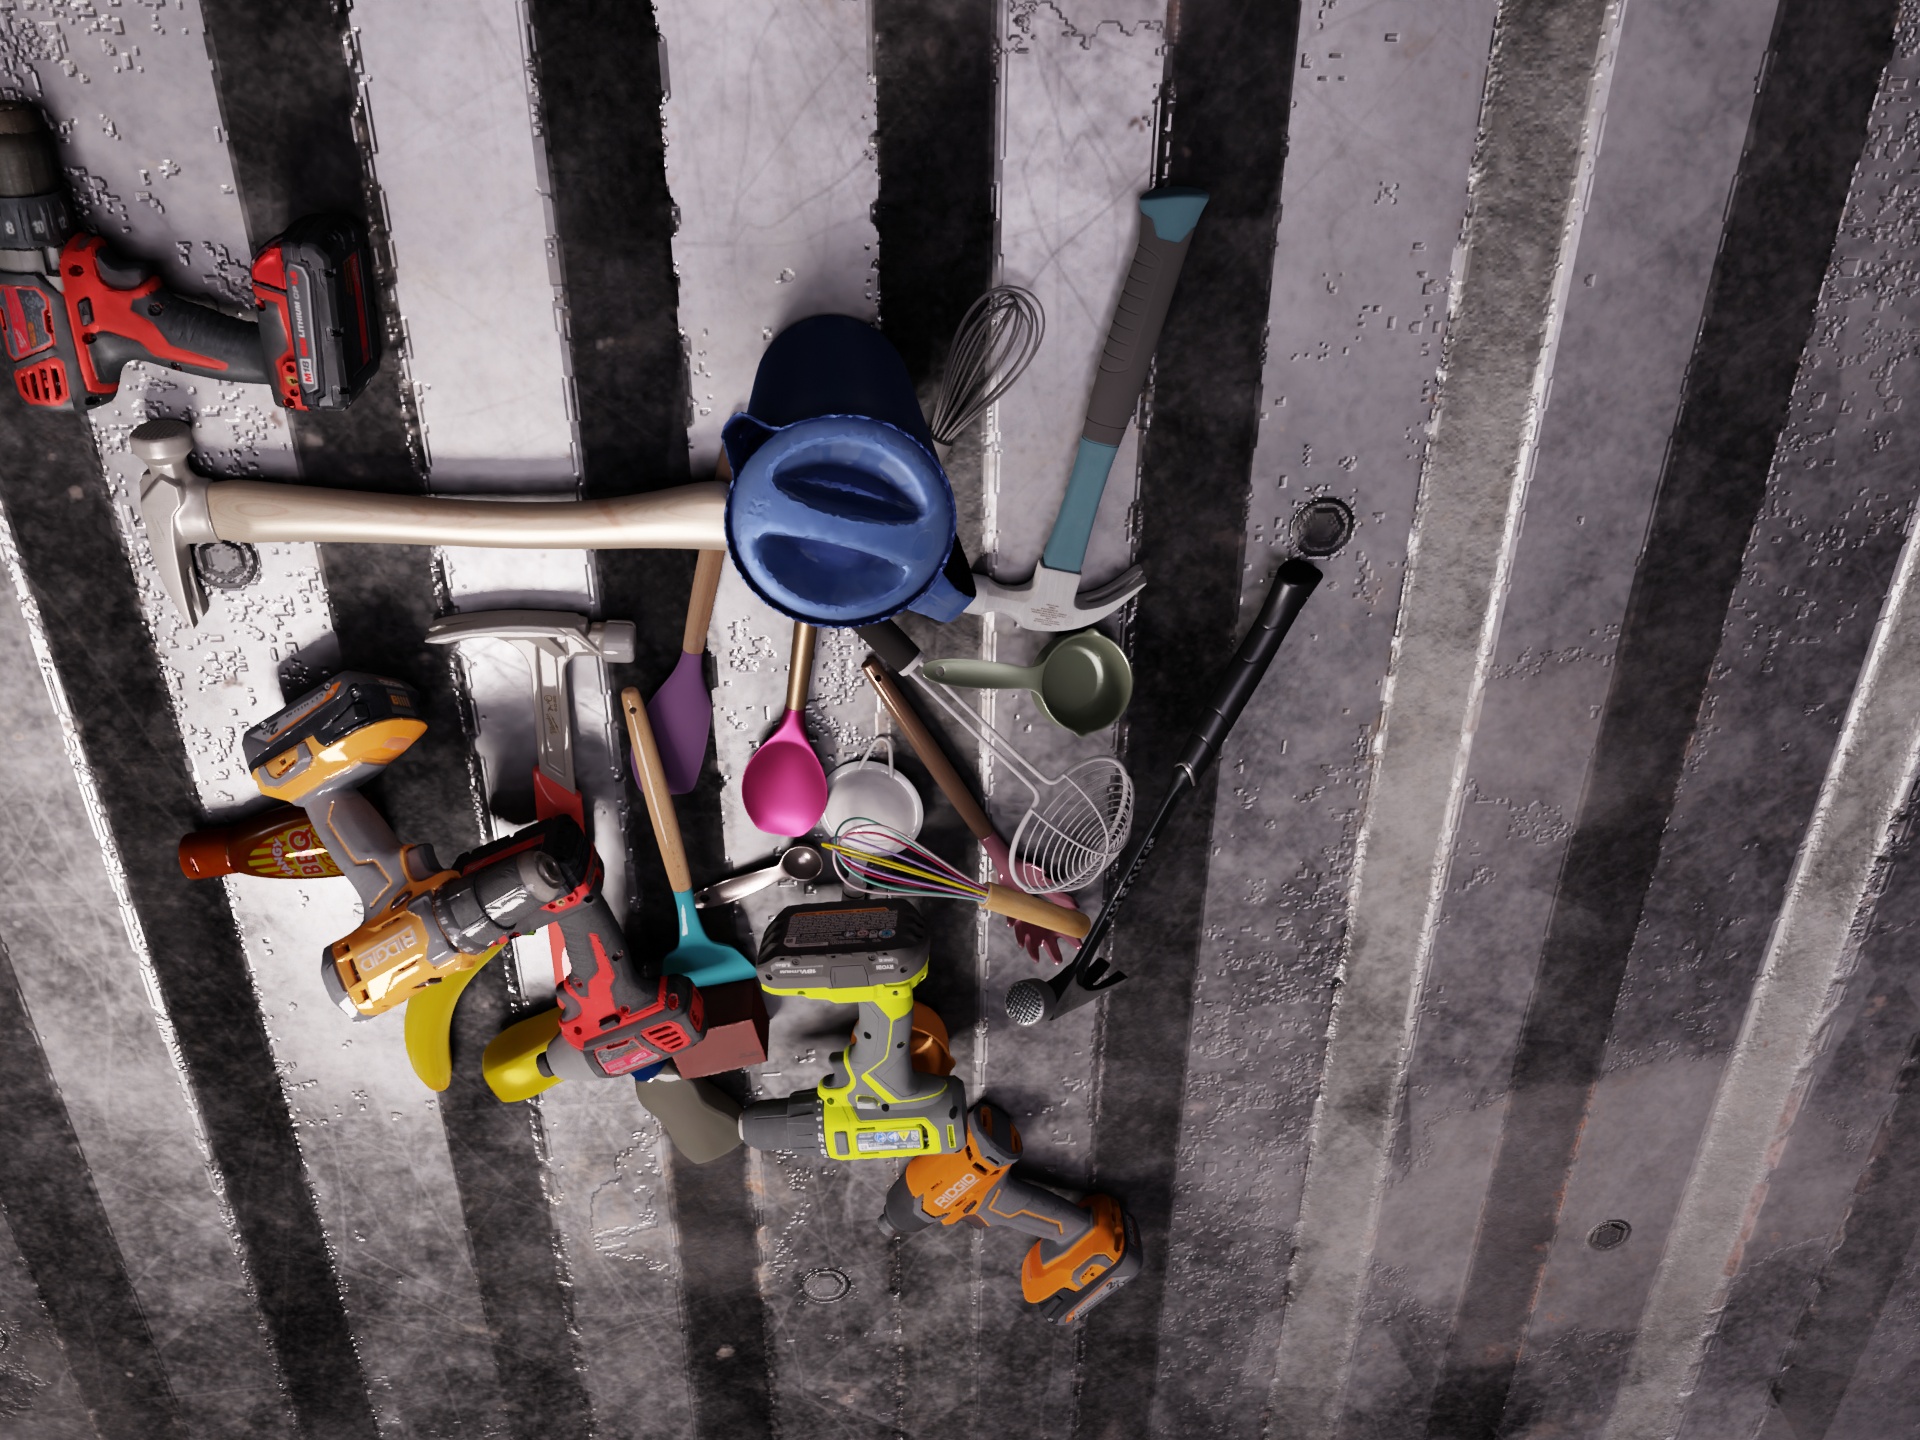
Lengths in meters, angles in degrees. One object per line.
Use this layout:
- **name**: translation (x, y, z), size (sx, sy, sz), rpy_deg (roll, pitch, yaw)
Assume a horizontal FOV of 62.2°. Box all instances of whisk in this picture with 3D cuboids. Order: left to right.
- **whisk**: translation (-0.013, -0.196, 1.111), size (0.055, 0.055, 0.239), rpy_deg (23, 120, -18)
- **whisk**: translation (-0.001, 0.130, 1.261), size (0.244, 0.051, 0.047), rpy_deg (21, 141, -26)

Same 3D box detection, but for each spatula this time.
- **spatula**: translation (-0.228, 0.105, 1.261), size (0.082, 0.044, 0.317), rpy_deg (-8, 122, -1)
- **spatula**: translation (-0.196, -0.075, 1.176), size (0.059, 0.018, 0.315), rpy_deg (1, 122, -28)

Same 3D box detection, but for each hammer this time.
- **hammer**: translation (-0.352, -0.130, 1.108), size (0.410, 0.038, 0.146), rpy_deg (1, 122, -3)
- **hammer**: translation (-0.323, 0.080, 1.247), size (0.149, 0.037, 0.358), rpy_deg (0, 120, -6)
- **hammer**: translation (0.101, -0.210, 1.117), size (0.128, 0.033, 0.330), rpy_deg (11, 119, -11)
- **hammer**: translation (0.169, 0.059, 1.238), size (0.149, 0.036, 0.409), rpy_deg (4, 117, -60)

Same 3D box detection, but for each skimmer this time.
- **skimmer**: translation (-0.002, -0.004, 1.227), size (0.363, 0.090, 0.127), rpy_deg (44, 84, -14)

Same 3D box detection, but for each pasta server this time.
- **pasta server**: translation (0.009, 0.074, 1.275), size (0.060, 0.040, 0.316), rpy_deg (-35, 117, -2)

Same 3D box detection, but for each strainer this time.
- **strainer**: translation (-0.085, 0.132, 1.300), size (0.087, 0.050, 0.258), rpy_deg (14, 123, 5)

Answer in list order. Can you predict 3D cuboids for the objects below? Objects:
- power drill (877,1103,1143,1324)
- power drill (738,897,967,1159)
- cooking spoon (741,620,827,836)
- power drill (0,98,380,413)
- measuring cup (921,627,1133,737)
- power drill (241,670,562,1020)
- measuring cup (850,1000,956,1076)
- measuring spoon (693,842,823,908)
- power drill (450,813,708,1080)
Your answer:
- **power drill**: translation (0.042, 0.471, 1.491), size (0.226, 0.084, 0.164), rpy_deg (40, 110, -20)
- **power drill**: translation (-0.098, 0.265, 1.302), size (0.190, 0.080, 0.228), rpy_deg (-4, 116, 4)
- **cooking spoon**: translation (-0.120, -0.032, 1.190), size (0.068, 0.017, 0.318), rpy_deg (10, 128, -2)
- **power drill**: translation (-0.495, -0.283, 0.994), size (0.226, 0.080, 0.187), rpy_deg (2, 120, -3)
- **measuring cup**: translation (0.047, -0.033, 1.194), size (0.167, 0.038, 0.083), rpy_deg (4, 94, -18)
- **power drill**: translation (-0.399, 0.077, 1.142), size (0.185, 0.084, 0.226), rpy_deg (-29, 78, 11)
- **measuring cup**: translation (-0.055, 0.248, 1.365), size (0.095, 0.052, 0.173), rpy_deg (-4, 117, -1)
- **measuring spoon**: translation (-0.169, 0.128, 1.306), size (0.124, 0.018, 0.034), rpy_deg (-21, 118, 15)
- **power drill**: translation (-0.307, 0.193, 1.246), size (0.143, 0.079, 0.219), rpy_deg (-22, 119, 8)
